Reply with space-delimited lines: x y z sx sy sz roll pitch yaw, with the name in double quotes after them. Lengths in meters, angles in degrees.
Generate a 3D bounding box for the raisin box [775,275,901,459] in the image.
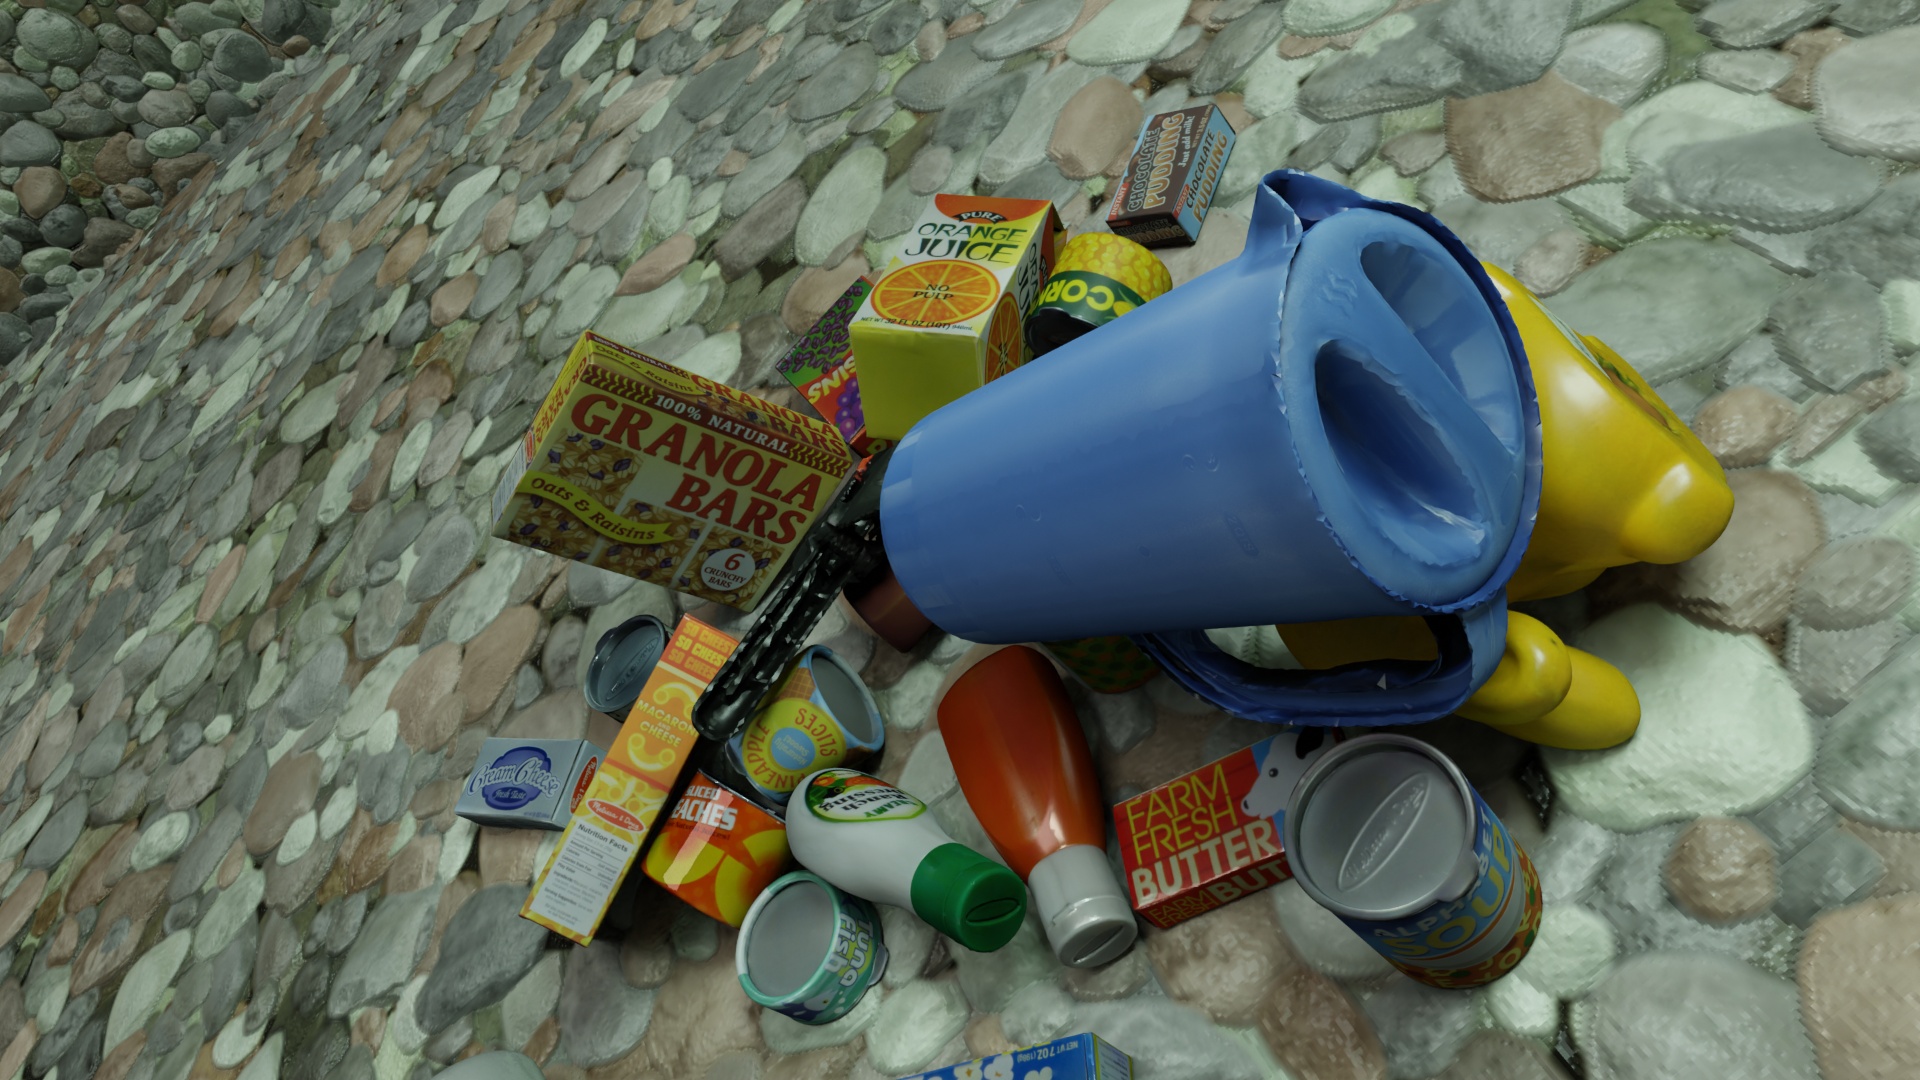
-0.055 -0.107 0.877 0.086 0.040 0.124 -45 42 1 "raisin box"

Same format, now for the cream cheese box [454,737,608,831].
-0.268 0.152 0.865 0.103 0.024 0.053 -5 56 37 "cream cheese box"

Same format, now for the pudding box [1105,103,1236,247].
0.124 -0.214 0.817 0.049 0.030 0.084 3 61 42 "pudding box"

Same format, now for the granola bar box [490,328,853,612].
-0.165 -0.035 0.795 0.123 0.165 0.039 -54 37 23 "granola bar box"

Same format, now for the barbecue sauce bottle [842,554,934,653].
0.003 -0.009 0.750 0.148 0.043 0.065 -47 27 -1 "barbecue sauce bottle"

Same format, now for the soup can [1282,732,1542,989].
0.163 0.116 0.490 0.071 0.083 0.072 -22 48 26 "soup can"

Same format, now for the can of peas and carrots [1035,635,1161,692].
0.066 0.030 0.656 0.071 0.058 0.071 -21 48 26 "can of peas and carrots"

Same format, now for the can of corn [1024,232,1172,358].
0.075 -0.128 0.761 0.071 0.071 0.058 6 63 42 "can of corn"

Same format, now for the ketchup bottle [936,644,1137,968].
0.035 0.118 0.624 0.064 0.043 0.149 -43 41 18 "ketchup bottle"

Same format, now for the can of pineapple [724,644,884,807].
-0.081 0.096 0.720 0.058 0.071 0.071 -35 43 14 "can of pineapple"

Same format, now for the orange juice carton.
0.006 -0.138 0.788 0.072 0.072 0.194 7 42 16 "orange juice carton"

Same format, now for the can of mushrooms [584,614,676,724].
-0.196 0.080 0.854 0.071 0.033 0.071 -22 48 26 "can of mushrooms"

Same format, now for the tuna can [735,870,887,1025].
-0.071 0.194 0.663 0.071 0.032 0.071 -22 47 26 "tuna can"

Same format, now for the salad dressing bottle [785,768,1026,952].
-0.027 0.144 0.632 0.147 0.064 0.044 13 104 55 "salad dressing bottle"

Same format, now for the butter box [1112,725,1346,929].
0.116 0.116 0.574 0.103 0.024 0.053 -28 44 19 "butter box"

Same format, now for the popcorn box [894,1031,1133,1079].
0.009 0.253 0.547 0.126 0.038 0.085 -24 45 25 "popcorn box"

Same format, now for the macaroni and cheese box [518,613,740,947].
-0.173 0.130 0.745 0.167 0.040 0.123 -64 6 -19 "macaroni and cheese box"

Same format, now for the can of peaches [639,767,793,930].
-0.122 0.156 0.706 0.071 0.071 0.058 19 74 46 "can of peaches"
